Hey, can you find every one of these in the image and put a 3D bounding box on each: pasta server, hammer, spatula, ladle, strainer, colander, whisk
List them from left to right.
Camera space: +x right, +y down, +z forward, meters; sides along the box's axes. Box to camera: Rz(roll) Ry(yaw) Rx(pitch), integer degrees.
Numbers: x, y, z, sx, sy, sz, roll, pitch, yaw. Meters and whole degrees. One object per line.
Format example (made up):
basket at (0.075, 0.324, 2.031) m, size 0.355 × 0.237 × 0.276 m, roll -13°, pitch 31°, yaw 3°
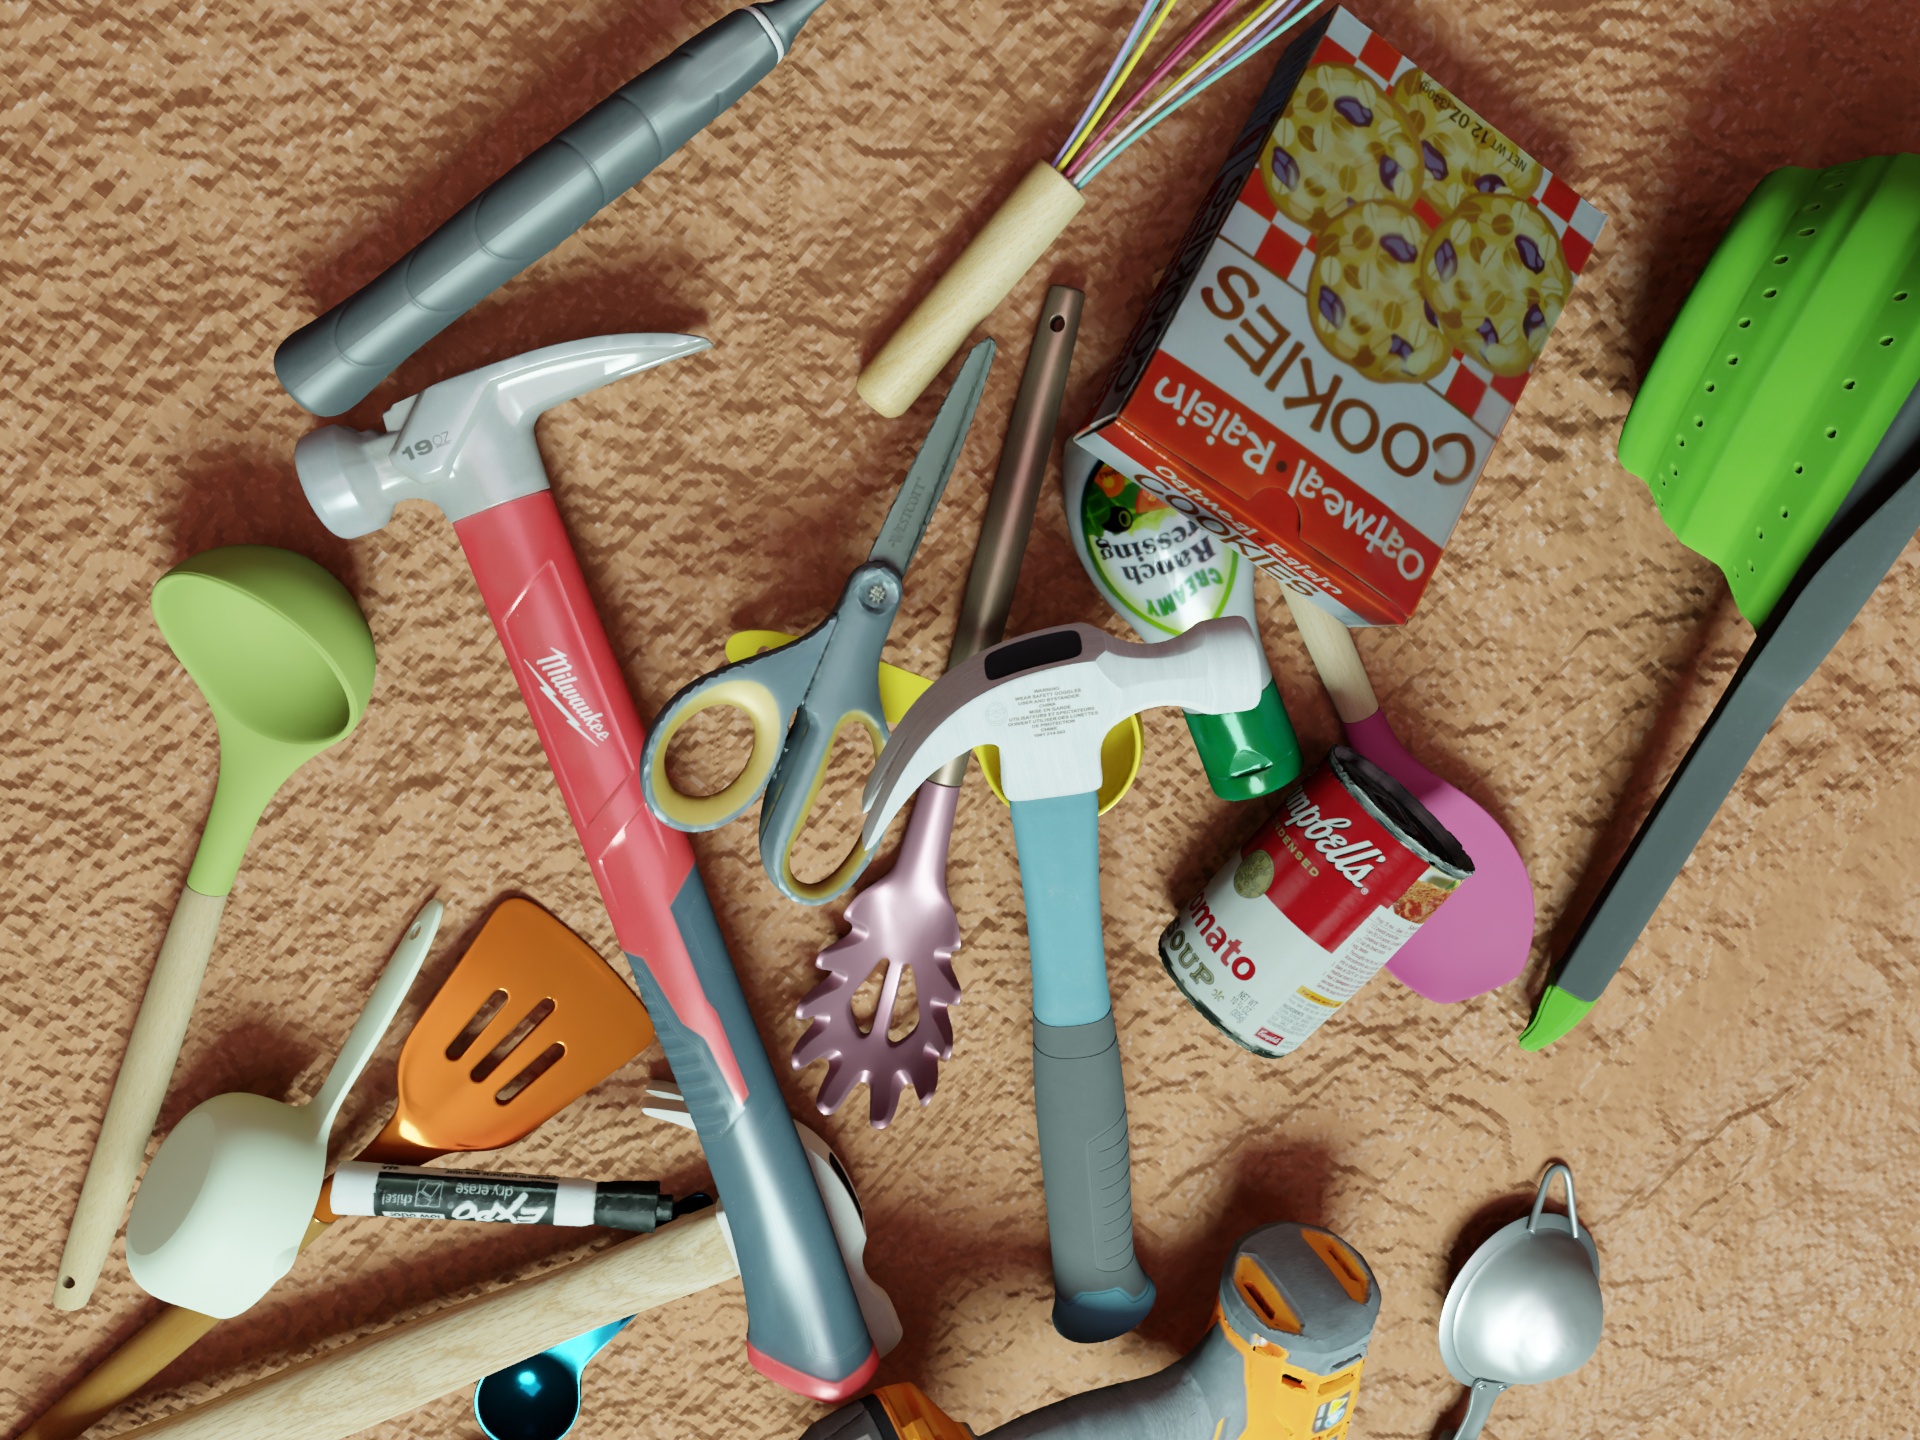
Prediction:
ladle at (-0.283, 0.085, 0.567) m, size 0.078 × 0.062 × 0.320 m, roll 25°, pitch 104°, yaw 4°
spatula at (-0.261, 0.198, 0.616) m, size 0.322 × 0.041 × 0.081 m, roll -40°, pitch 107°, yaw 9°
hammer at (-0.198, 0.240, 0.613) m, size 0.331 × 0.031 × 0.130 m, roll -20°, pitch 97°, yaw -4°
hammer at (-0.093, 0.061, 0.565) m, size 0.143 × 0.038 × 0.386 m, roll -20°, pitch 99°, yaw 0°
hammer at (-0.047, -0.218, 0.487) m, size 0.409 × 0.149 × 0.036 m, roll -33°, pitch 114°, yaw 10°
pasta server at (-0.001, -0.002, 0.586) m, size 0.060 × 0.040 × 0.316 m, roll 15°, pitch 102°, yaw 3°
hammer at (0.043, 0.113, 0.573) m, size 0.128 × 0.033 × 0.330 m, roll -6°, pitch 124°, yaw 1°
whisk at (0.052, -0.199, 0.541) m, size 0.051 × 0.047 × 0.245 m, roll 42°, pitch 101°, yaw -3°
strainer at (0.224, 0.317, 0.699) m, size 0.086 × 0.050 × 0.258 m, roll 13°, pitch 107°, yaw -25°
colander at (0.267, -0.051, 0.576) m, size 0.094 × 0.204 × 0.397 m, roll 30°, pitch 119°, yaw 20°

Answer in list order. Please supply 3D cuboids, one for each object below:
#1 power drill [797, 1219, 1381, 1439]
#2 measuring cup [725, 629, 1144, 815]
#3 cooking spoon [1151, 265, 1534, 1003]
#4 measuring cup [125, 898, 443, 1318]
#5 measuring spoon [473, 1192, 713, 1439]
power drill at (0.055, 0.300, 0.624) m, size 0.226 × 0.084 × 0.164 m, roll -15°, pitch 127°, yaw -22°
measuring cup at (-0.009, -0.007, 0.567) m, size 0.156 × 0.029 × 0.062 m, roll 17°, pitch 99°, yaw 15°
cooking spoon at (0.143, -0.025, 0.607) m, size 0.069 × 0.017 × 0.318 m, roll -24°, pitch 107°, yaw 12°
measuring cup at (-0.245, 0.133, 0.577) m, size 0.038 × 0.083 × 0.167 m, roll 34°, pitch 83°, yaw -38°
measuring spoon at (-0.145, 0.239, 0.647) m, size 0.042 × 0.021 × 0.128 m, roll 43°, pitch 87°, yaw -8°
